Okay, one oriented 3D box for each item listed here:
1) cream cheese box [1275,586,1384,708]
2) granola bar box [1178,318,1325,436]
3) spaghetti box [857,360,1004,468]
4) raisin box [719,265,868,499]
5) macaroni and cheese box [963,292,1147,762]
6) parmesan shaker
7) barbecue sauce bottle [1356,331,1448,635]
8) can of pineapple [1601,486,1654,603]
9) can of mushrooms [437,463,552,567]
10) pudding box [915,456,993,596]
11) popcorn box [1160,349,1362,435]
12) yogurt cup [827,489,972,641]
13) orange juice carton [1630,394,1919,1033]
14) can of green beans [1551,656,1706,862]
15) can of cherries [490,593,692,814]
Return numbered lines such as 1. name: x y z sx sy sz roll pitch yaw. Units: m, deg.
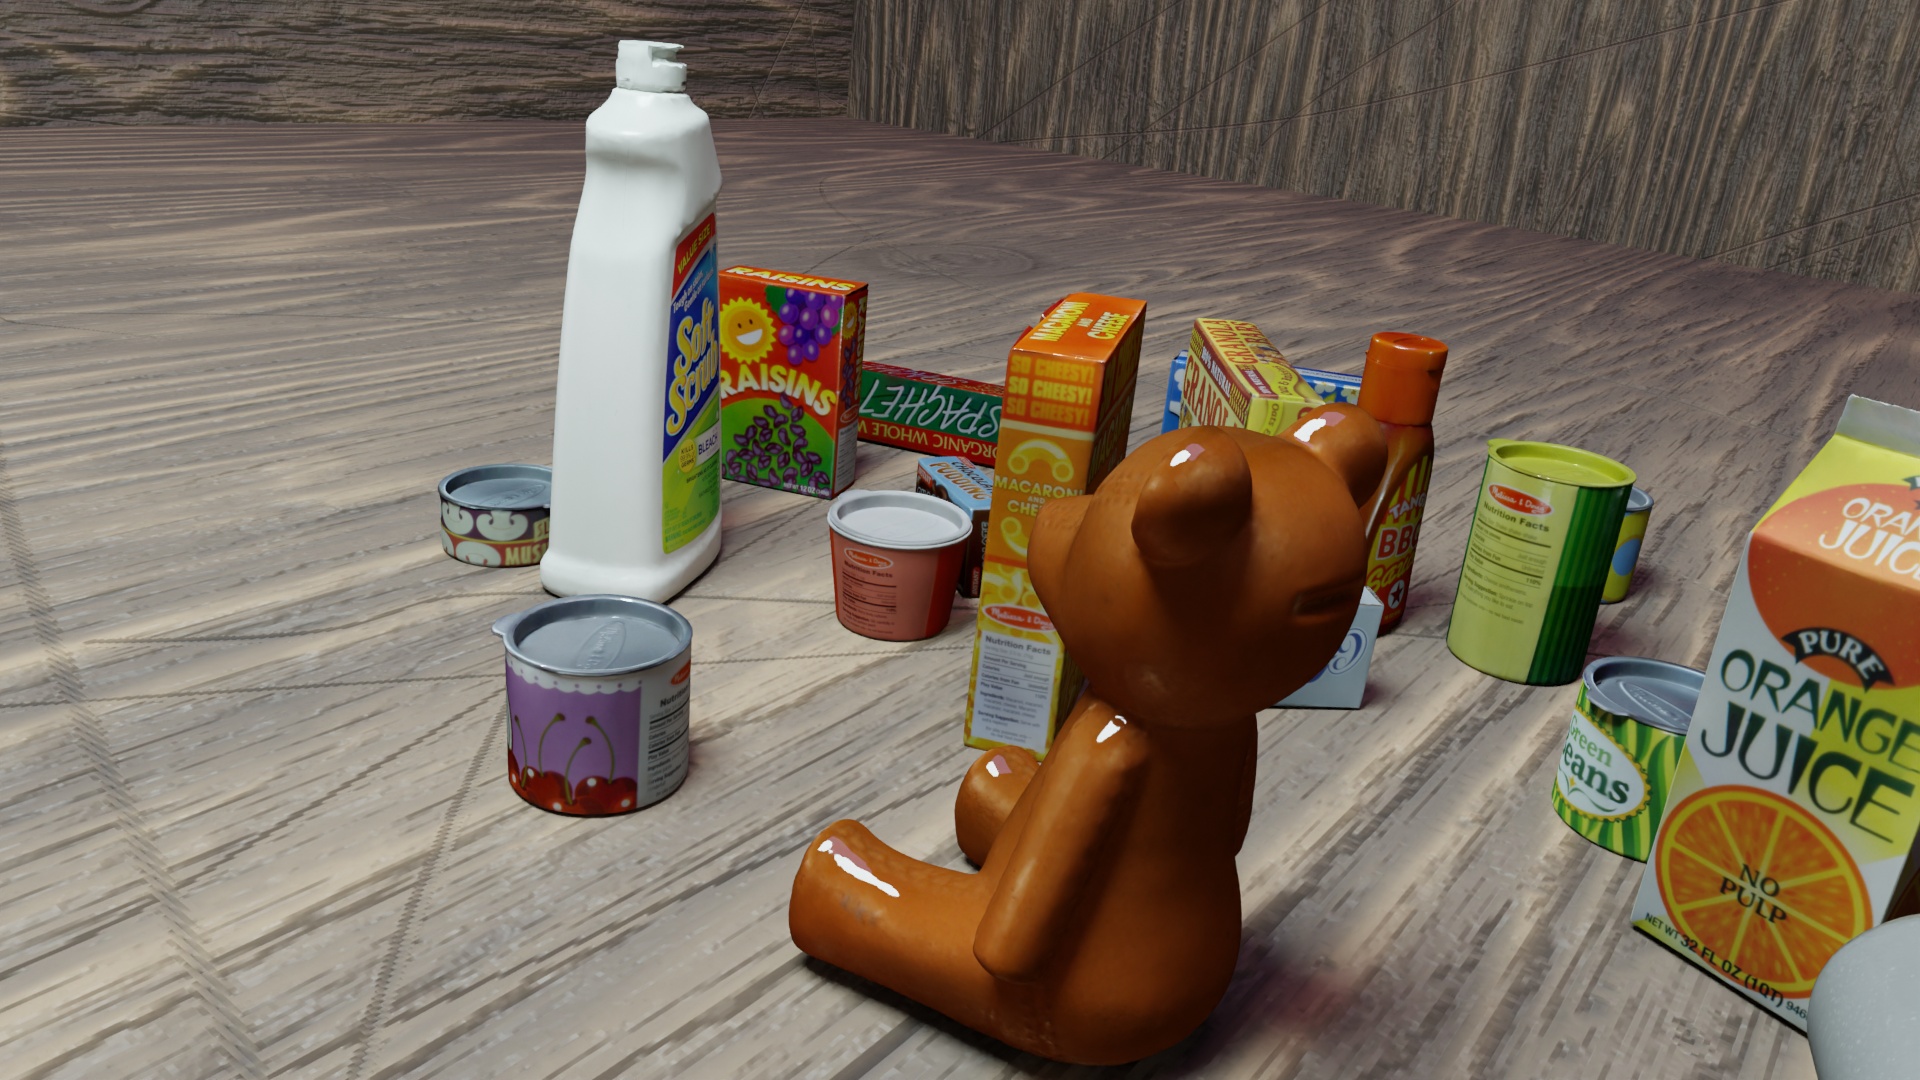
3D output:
1. cream cheese box: 0.131 0.046 0.615 0.104 0.053 0.024 2 21 -9
2. granola bar box: 0.145 -0.039 0.738 0.039 0.123 0.166 5 21 -2
3. spaghetti box: -0.072 -0.095 0.929 0.250 0.050 0.029 13 22 18
4. raisin box: -0.103 -0.094 0.818 0.086 0.123 0.040 12 22 15
5. macaroni and cheese box: 0.041 -0.011 0.582 0.040 0.165 0.124 10 21 12
6. parmesan shaker: 0.278 0.009 0.677 0.071 0.102 0.071 5 21 -2
7. barbecue sauce bottle: 0.208 -0.028 0.691 0.065 0.148 0.044 -15 29 -43
8. can of pineapple: 0.352 -0.003 0.789 0.071 0.057 0.071 5 21 -2
9. can of mushrooms: -0.227 -0.013 0.704 0.071 0.033 0.071 5 21 -2
10. pudding box: 0.003 -0.009 0.729 0.030 0.049 0.084 -3 23 -21
11. popcorn box: 0.192 -0.068 0.877 0.127 0.085 0.038 10 21 12
12. yogurt cup: -0.030 0.013 0.659 0.072 0.053 0.072 5 21 -2
13. orange juice carton: 0.289 0.054 0.442 0.073 0.191 0.072 -8 25 -32
14. can of green beans: 0.271 0.085 0.543 0.071 0.057 0.071 5 21 -2
15. can of cherries: -0.135 0.059 0.510 0.071 0.058 0.072 5 21 -2
